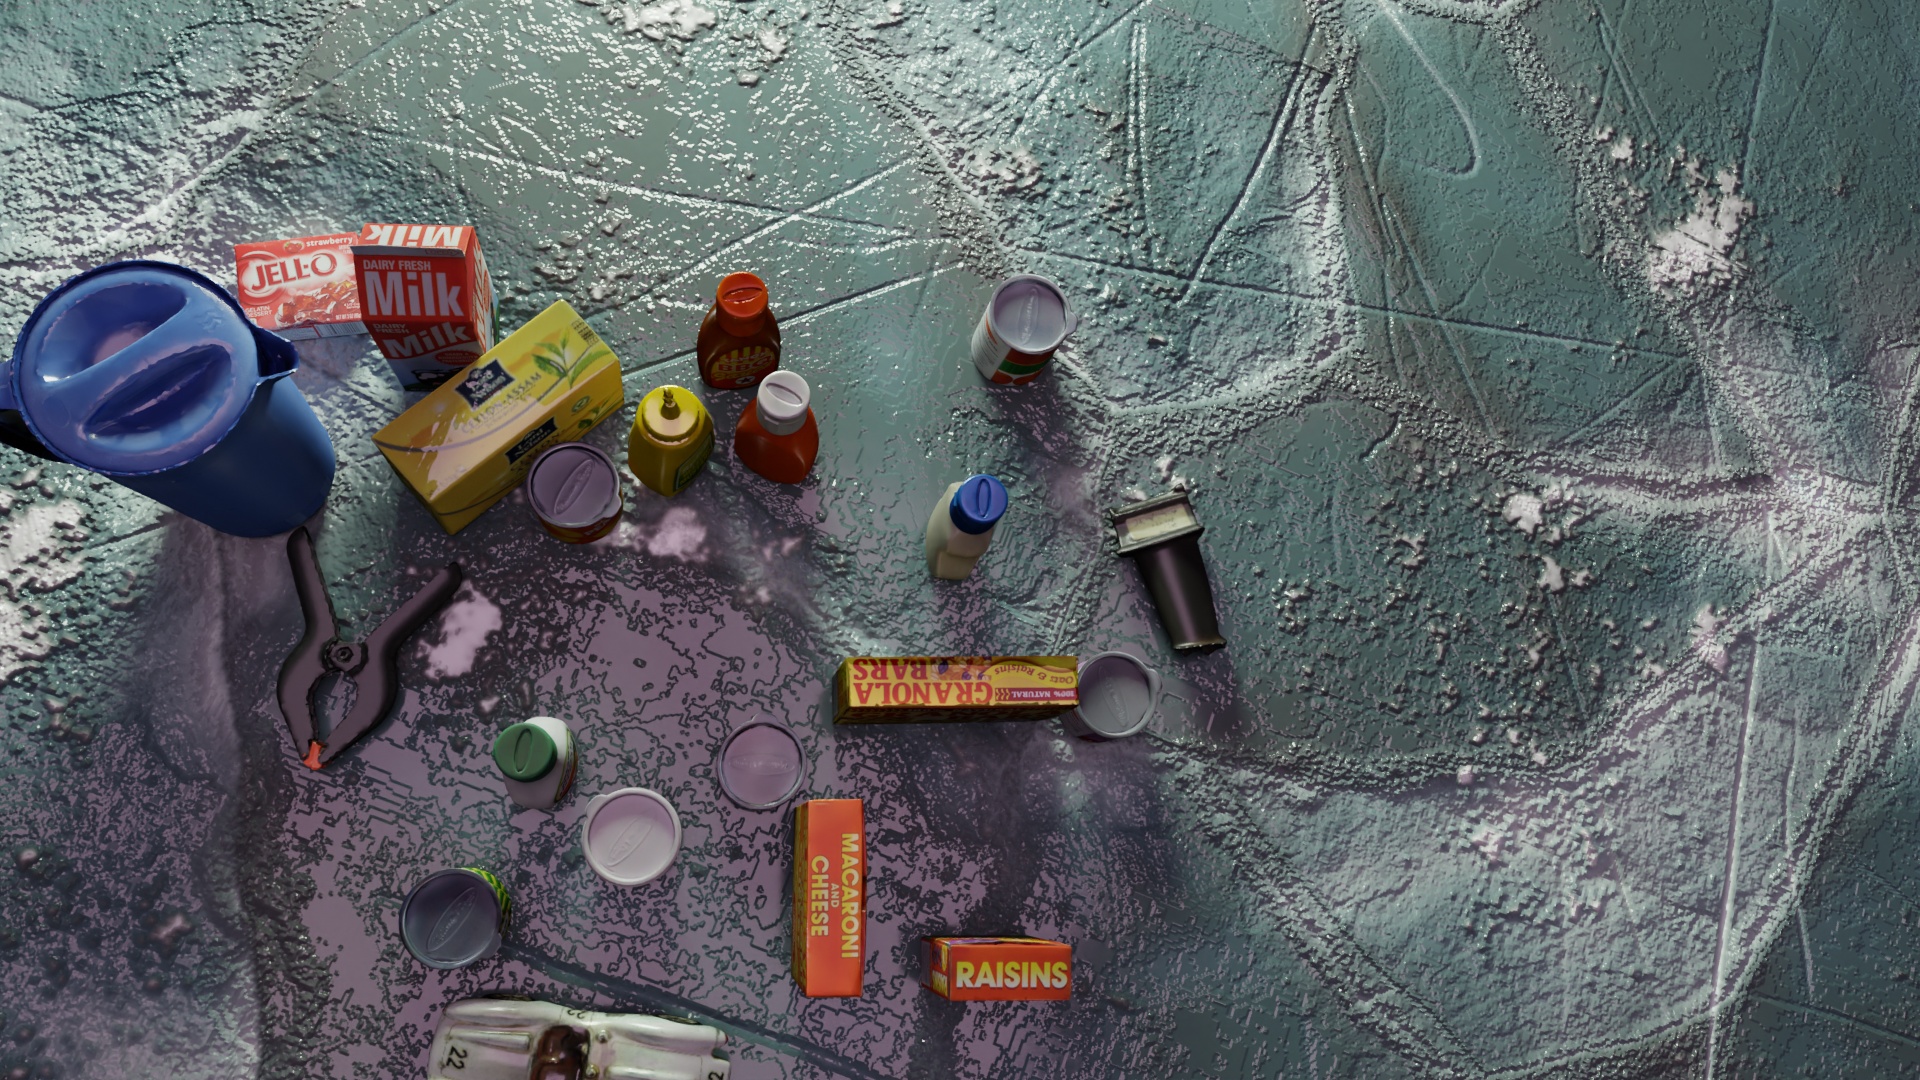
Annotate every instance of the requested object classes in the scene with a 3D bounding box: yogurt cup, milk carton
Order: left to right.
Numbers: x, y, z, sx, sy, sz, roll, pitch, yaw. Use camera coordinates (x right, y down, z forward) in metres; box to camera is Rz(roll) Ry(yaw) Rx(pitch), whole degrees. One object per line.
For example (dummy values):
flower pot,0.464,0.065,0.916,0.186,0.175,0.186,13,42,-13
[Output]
milk carton,-0.376,-0.169,0.987,0.072,0.190,0.073,-1,78,-11
yogurt cup,-0.234,0.212,0.993,0.072,0.053,0.072,2,77,-10

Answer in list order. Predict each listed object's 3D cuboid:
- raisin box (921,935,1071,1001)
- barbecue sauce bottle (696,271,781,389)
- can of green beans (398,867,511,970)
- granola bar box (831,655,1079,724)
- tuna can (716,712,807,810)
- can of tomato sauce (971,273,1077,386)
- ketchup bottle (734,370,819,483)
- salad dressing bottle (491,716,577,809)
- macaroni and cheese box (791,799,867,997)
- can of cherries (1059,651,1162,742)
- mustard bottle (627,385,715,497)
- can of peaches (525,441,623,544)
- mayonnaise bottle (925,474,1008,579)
raisin box,0.023,0.301,0.983,0.086,0.123,0.040,4,77,-10
barbecue sauce bottle,-0.166,-0.157,1.044,0.065,0.148,0.044,-13,80,-13
can of green beans,-0.347,0.260,0.959,0.071,0.057,0.071,2,77,-10
granola bar box,-0.007,0.112,1.022,0.166,0.124,0.039,1,77,-10
tuna can,-0.148,0.165,1.031,0.071,0.032,0.071,2,76,-10
can of tomato sauce,0.050,-0.168,1.121,0.071,0.083,0.071,2,77,-10
ketchup bottle,-0.135,-0.084,1.033,0.065,0.148,0.043,27,74,-4
salad dressing bottle,-0.290,0.150,0.949,0.044,0.147,0.064,9,76,-8
macaroni and cheese box,-0.092,0.242,0.954,0.040,0.166,0.124,2,77,-10
can of cherries,0.115,0.122,1.077,0.071,0.058,0.071,2,77,-10
mustard bottle,-0.211,-0.078,1.011,0.049,0.160,0.065,37,74,0
can of peaches,-0.286,-0.033,1.040,0.071,0.058,0.071,2,77,-10
mayonnaise bottle,0.004,-0.013,1.042,0.041,0.147,0.065,5,77,-9
